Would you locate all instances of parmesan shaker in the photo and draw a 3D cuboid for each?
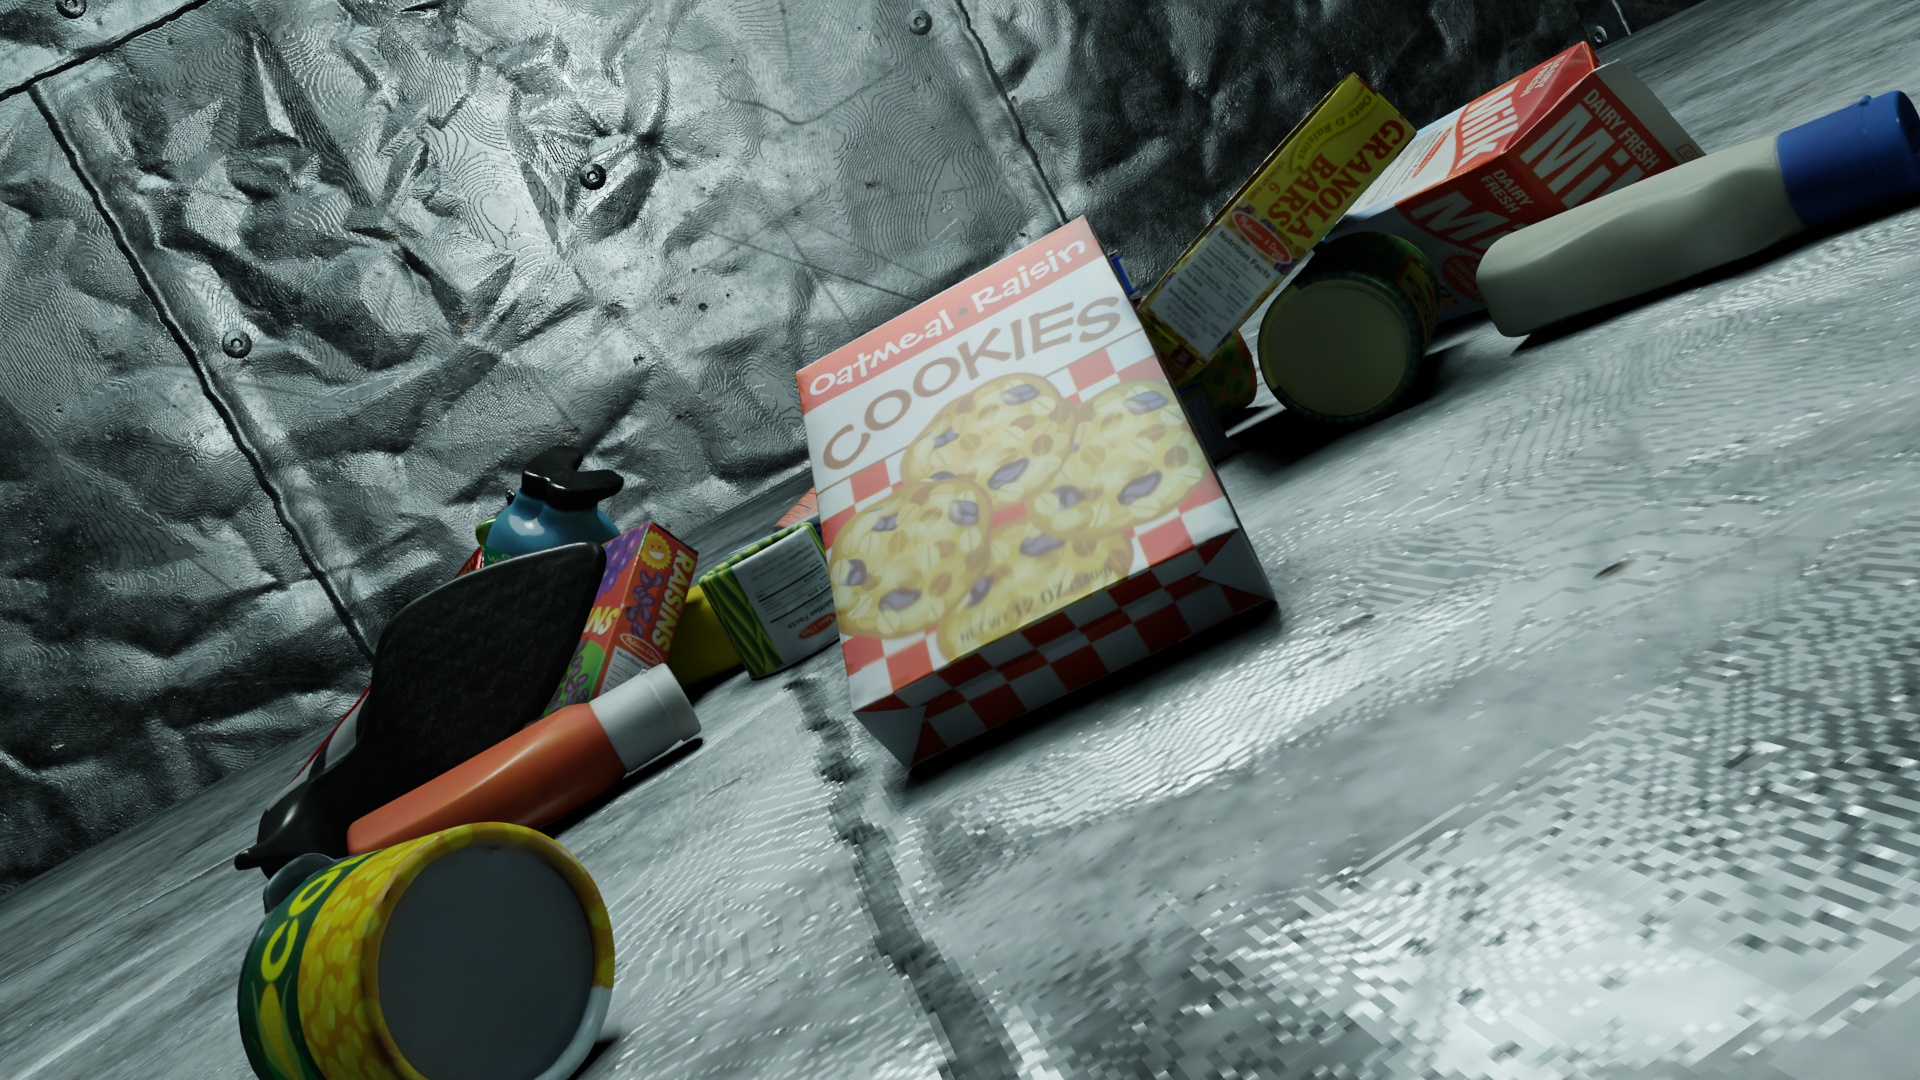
[{"bbox_3d":[0.170,-0.091,0.603,0.071,0.071,0.103,-23,10,28],"label":"parmesan shaker"}]

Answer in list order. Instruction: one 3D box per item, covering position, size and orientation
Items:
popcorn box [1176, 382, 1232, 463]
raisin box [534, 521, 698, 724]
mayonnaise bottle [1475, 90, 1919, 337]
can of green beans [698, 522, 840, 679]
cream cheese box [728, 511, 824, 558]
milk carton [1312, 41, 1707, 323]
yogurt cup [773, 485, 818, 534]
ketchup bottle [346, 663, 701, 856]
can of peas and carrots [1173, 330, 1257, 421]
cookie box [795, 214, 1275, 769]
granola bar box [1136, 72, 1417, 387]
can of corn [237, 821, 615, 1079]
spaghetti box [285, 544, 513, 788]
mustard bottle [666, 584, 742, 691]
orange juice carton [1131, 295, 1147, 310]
[{"bbox_3d":[0.058,-0.031,0.679,0.085,0.038,0.126,-31,8,-32],"label":"popcorn box"},{"bbox_3d":[-0.191,0.059,0.729,0.086,0.040,0.124,-24,41,33],"label":"raisin box"},{"bbox_3d":[0.275,-0.120,0.522,0.147,0.041,0.065,-18,13,47],"label":"mayonnaise bottle"},{"bbox_3d":[-0.093,0.030,0.718,0.071,0.057,0.071,-27,8,4],"label":"can of green beans"},{"bbox_3d":[-0.082,0.010,0.825,0.103,0.053,0.024,-25,6,20],"label":"cream cheese box"},{"bbox_3d":[0.254,-0.161,0.639,0.073,0.072,0.190,-52,11,-14],"label":"milk carton"},{"bbox_3d":[-0.081,-0.003,0.879,0.054,0.072,0.072,-40,12,-23],"label":"yogurt cup"},{"bbox_3d":[-0.188,0.105,0.609,0.149,0.043,0.064,-30,6,-16],"label":"ketchup bottle"},{"bbox_3d":[0.118,-0.087,0.749,0.059,0.071,0.071,-29,8,-11],"label":"can of peas and carrots"},{"bbox_3d":[0.015,-0.023,0.458,0.123,0.040,0.168,-26,43,11],"label":"cookie box"},{"bbox_3d":[0.130,-0.130,0.622,0.124,0.039,0.165,-48,-2,6],"label":"granola bar box"},{"bbox_3d":[-0.127,0.102,0.330,0.058,0.071,0.071,-21,10,37],"label":"can of corn"},{"bbox_3d":[-0.297,0.093,0.751,0.249,0.050,0.029,-44,38,27],"label":"spaghetti box"},{"bbox_3d":[-0.176,0.067,0.793,0.160,0.048,0.065,-26,12,14],"label":"mustard bottle"},{"bbox_3d":[0.102,-0.120,0.971,0.072,0.073,0.193,-28,9,-4],"label":"orange juice carton"}]
